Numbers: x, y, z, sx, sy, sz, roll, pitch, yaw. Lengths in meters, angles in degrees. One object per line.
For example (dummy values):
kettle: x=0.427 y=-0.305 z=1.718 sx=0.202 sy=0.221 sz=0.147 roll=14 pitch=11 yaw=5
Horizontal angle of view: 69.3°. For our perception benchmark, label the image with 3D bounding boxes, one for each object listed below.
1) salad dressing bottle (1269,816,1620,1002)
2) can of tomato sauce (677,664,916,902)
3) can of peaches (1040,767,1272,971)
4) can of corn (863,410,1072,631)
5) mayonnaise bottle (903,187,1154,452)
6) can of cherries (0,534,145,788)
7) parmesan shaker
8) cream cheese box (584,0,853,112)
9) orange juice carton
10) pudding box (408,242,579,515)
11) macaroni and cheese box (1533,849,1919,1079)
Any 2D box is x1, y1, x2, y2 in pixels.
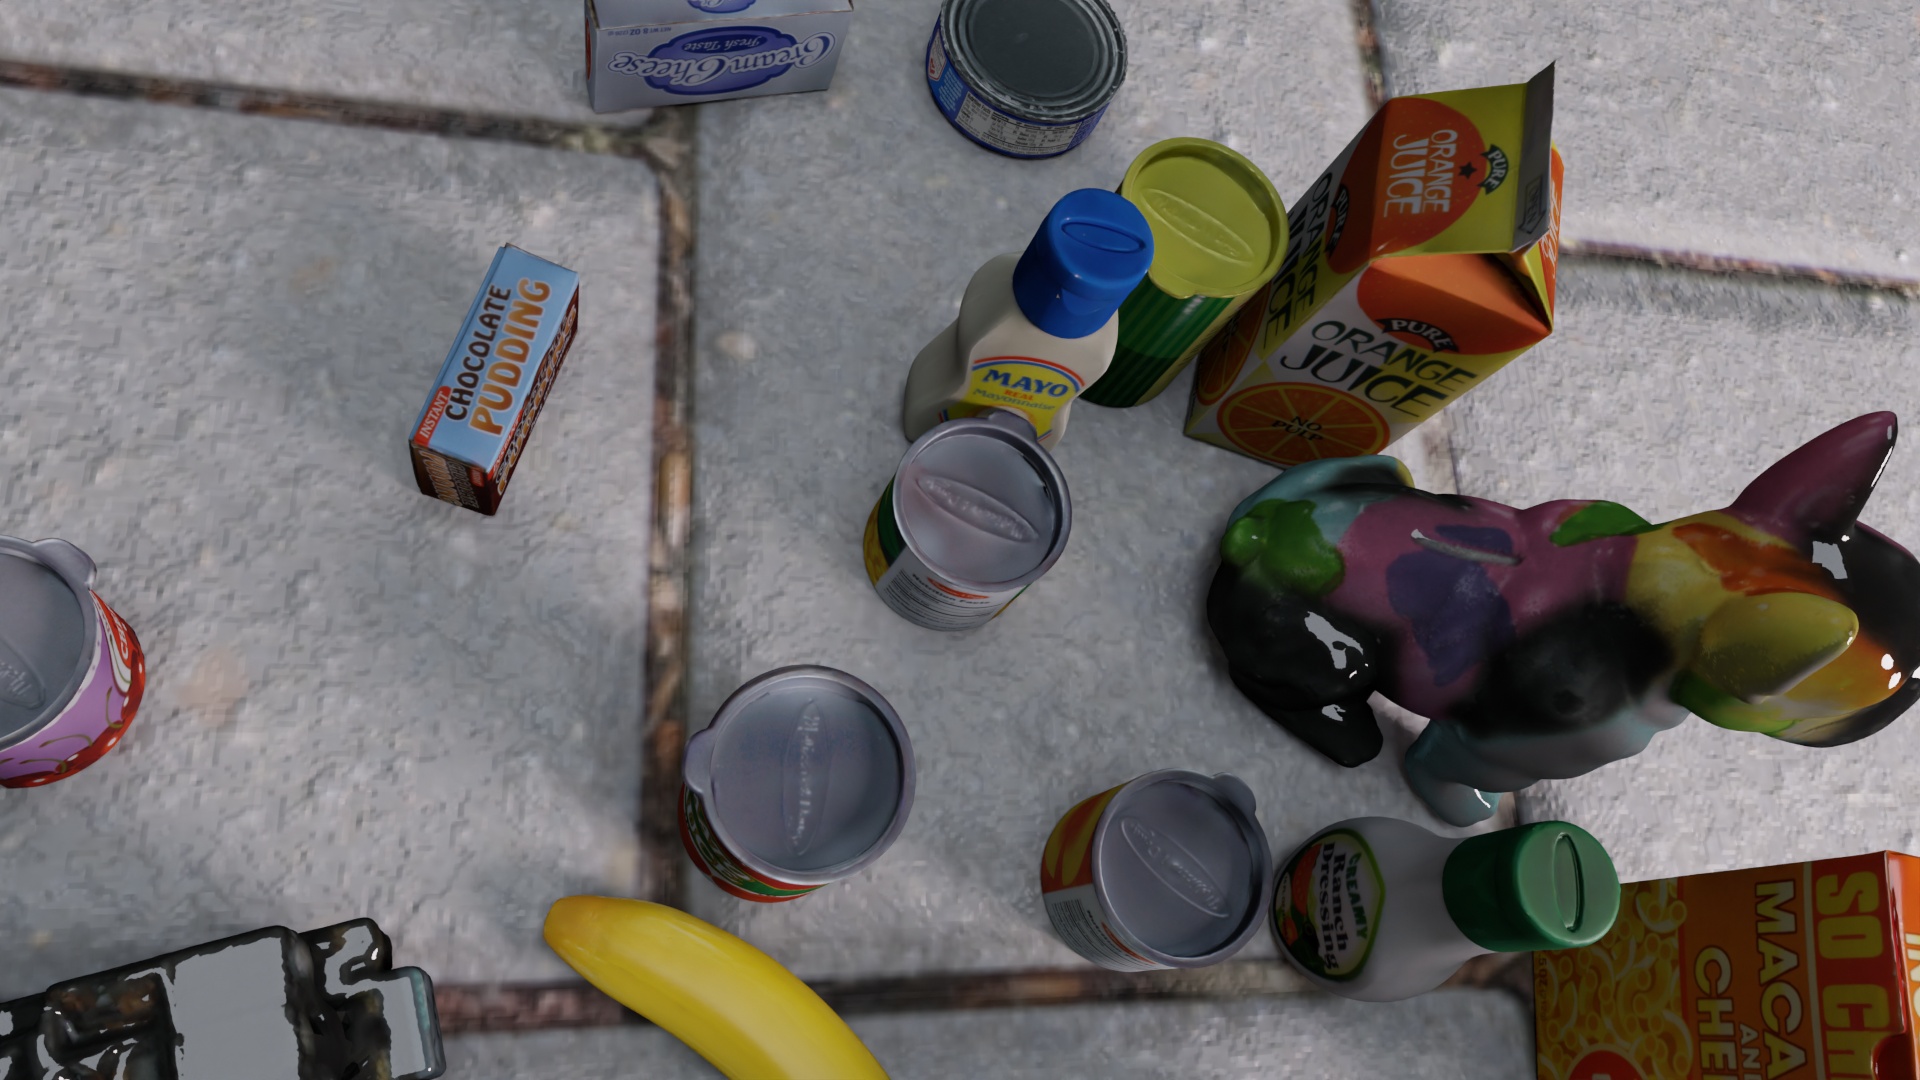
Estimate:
salad dressing bottle: x=0.157 y=0.121 z=0.468 sx=0.044 sy=0.147 sz=0.064 roll=10 pitch=69 yaw=-13
can of tomato sauce: x=-0.058 y=0.083 z=0.454 sx=0.071 sy=0.082 sz=0.071 roll=5 pitch=70 yaw=-14
can of peaches: x=0.069 y=0.117 z=0.493 sx=0.071 sy=0.058 sz=0.071 roll=5 pitch=70 yaw=-14
can of corn: x=0.002 y=-0.006 z=0.518 sx=0.071 sy=0.058 sz=0.071 roll=5 pitch=70 yaw=-14
mayonnaise bottle: x=0.024 y=-0.071 z=0.498 sx=0.065 sy=0.147 sz=0.041 roll=11 pitch=69 yaw=-12
can of cherries: x=-0.286 y=0.036 z=0.418 sx=0.071 sy=0.058 sz=0.071 roll=5 pitch=70 yaw=-14
parmesan shaker: x=0.074 y=-0.100 z=0.548 sx=0.071 sy=0.102 sz=0.071 roll=5 pitch=70 yaw=-14
cream cheese box: x=-0.099 y=-0.203 z=0.562 sx=0.104 sy=0.053 sz=0.024 roll=-13 pitch=75 yaw=-20
orange juice carton: x=0.160 y=-0.095 z=0.522 sx=0.073 sy=0.192 sz=0.072 roll=18 pitch=67 yaw=-9
pudding box: x=-0.164 y=-0.057 z=0.492 sx=0.030 sy=0.049 sz=0.084 roll=20 pitch=67 yaw=-9
macaroni and cheese box: x=0.262 y=0.177 z=0.468 sx=0.040 sy=0.165 sz=0.124 roll=12 pitch=68 yaw=-12
